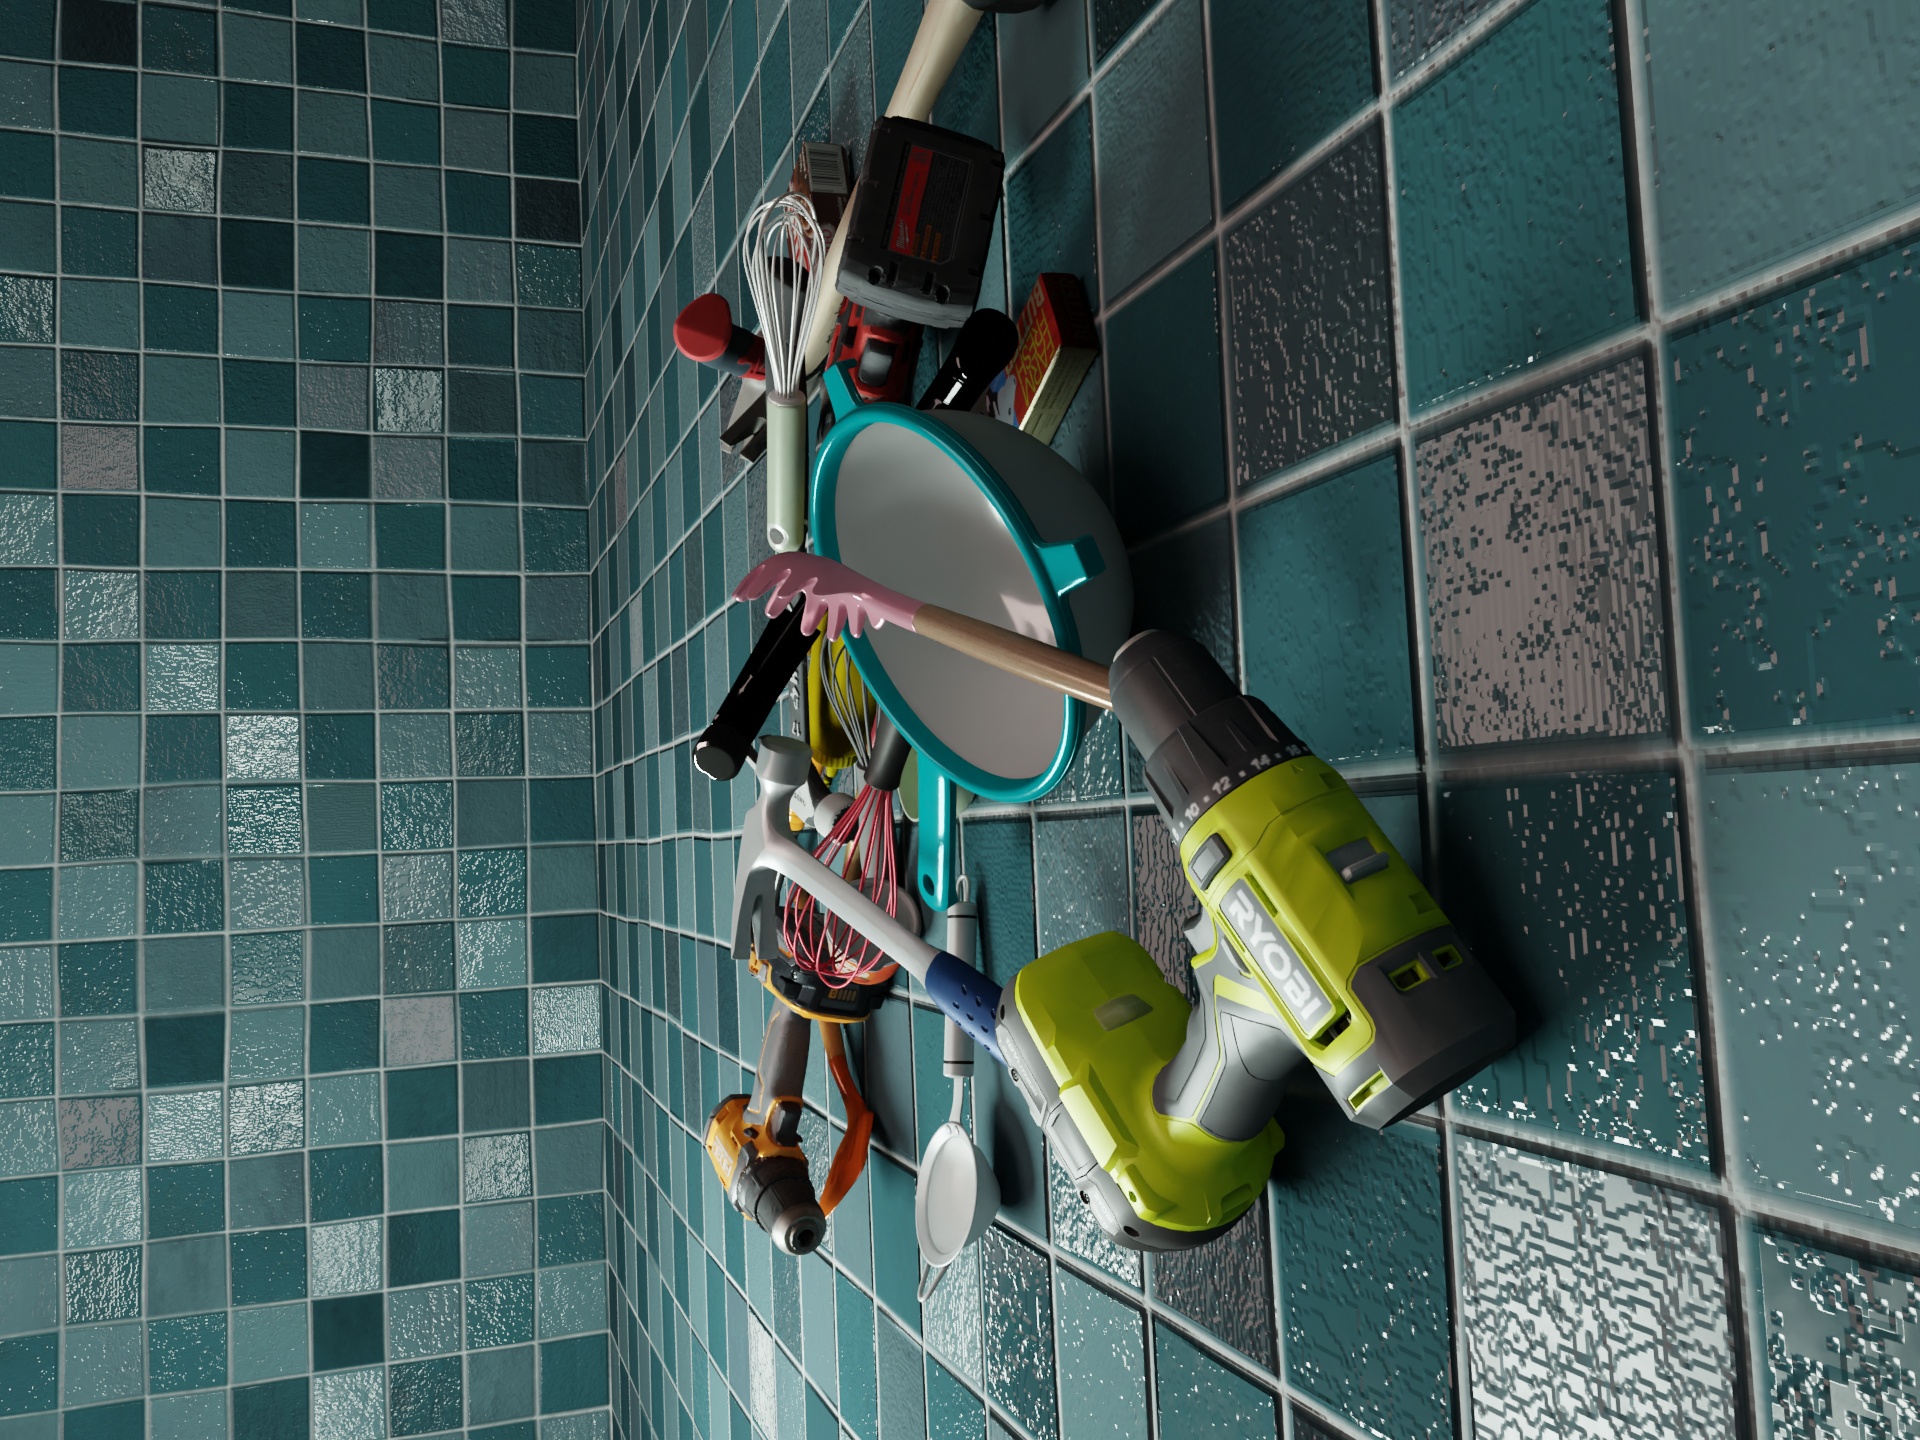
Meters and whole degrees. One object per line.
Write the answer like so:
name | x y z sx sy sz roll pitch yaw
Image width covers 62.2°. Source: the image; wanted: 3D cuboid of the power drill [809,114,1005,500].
power drill | -0.047 -0.234 0.978 0.226 0.080 0.188 128 155 -69

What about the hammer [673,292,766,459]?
hammer | -0.174 -0.268 1.222 0.386 0.038 0.143 -89 19 -80

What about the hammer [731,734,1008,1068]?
hammer | -0.019 0.140 0.878 0.406 0.035 0.144 29 110 50

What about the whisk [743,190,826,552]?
whisk | -0.110 -0.213 1.011 0.058 0.059 0.246 25 131 24

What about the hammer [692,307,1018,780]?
hammer | -0.061 -0.109 0.946 0.334 0.035 0.146 -51 11 38

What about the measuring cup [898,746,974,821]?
measuring cup | -0.002 -0.003 0.989 0.167 0.038 0.083 113 150 -45

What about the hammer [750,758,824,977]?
hammer | -0.135 0.064 1.338 0.127 0.034 0.336 -103 25 -51

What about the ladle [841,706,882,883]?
ladle | -0.066 0.037 1.188 0.069 0.031 0.315 -116 30 -44

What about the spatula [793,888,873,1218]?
spatula | -0.113 0.258 1.305 0.081 0.041 0.323 -56 35 30

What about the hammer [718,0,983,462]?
hammer | -0.069 -0.338 1.077 0.146 0.038 0.410 -57 2 -36

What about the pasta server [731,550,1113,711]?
pasta server | -0.003 -0.034 0.738 0.316 0.060 0.040 24 87 46

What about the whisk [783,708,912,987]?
whisk | -0.055 0.053 1.002 0.073 0.073 0.295 -117 38 -51

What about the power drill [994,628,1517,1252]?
power drill | 0.092 0.093 0.618 0.191 0.080 0.228 57 147 25

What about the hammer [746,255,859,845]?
hammer | -0.121 -0.119 1.137 0.149 0.036 0.408 28 125 49

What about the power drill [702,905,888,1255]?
power drill | -0.125 0.275 1.211 0.185 0.084 0.226 29 103 63

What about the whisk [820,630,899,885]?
whisk | -0.064 0.033 1.115 0.055 0.055 0.238 -124 26 -57

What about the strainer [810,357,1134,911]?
strainer | 0.018 -0.026 0.850 0.211 0.095 0.340 42 147 33

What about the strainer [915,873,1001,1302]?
strainer | 0.001 0.224 0.987 0.087 0.050 0.258 160 114 -63

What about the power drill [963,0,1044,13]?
power drill | 0.046 -0.478 0.779 0.223 0.080 0.171 177 91 -73
